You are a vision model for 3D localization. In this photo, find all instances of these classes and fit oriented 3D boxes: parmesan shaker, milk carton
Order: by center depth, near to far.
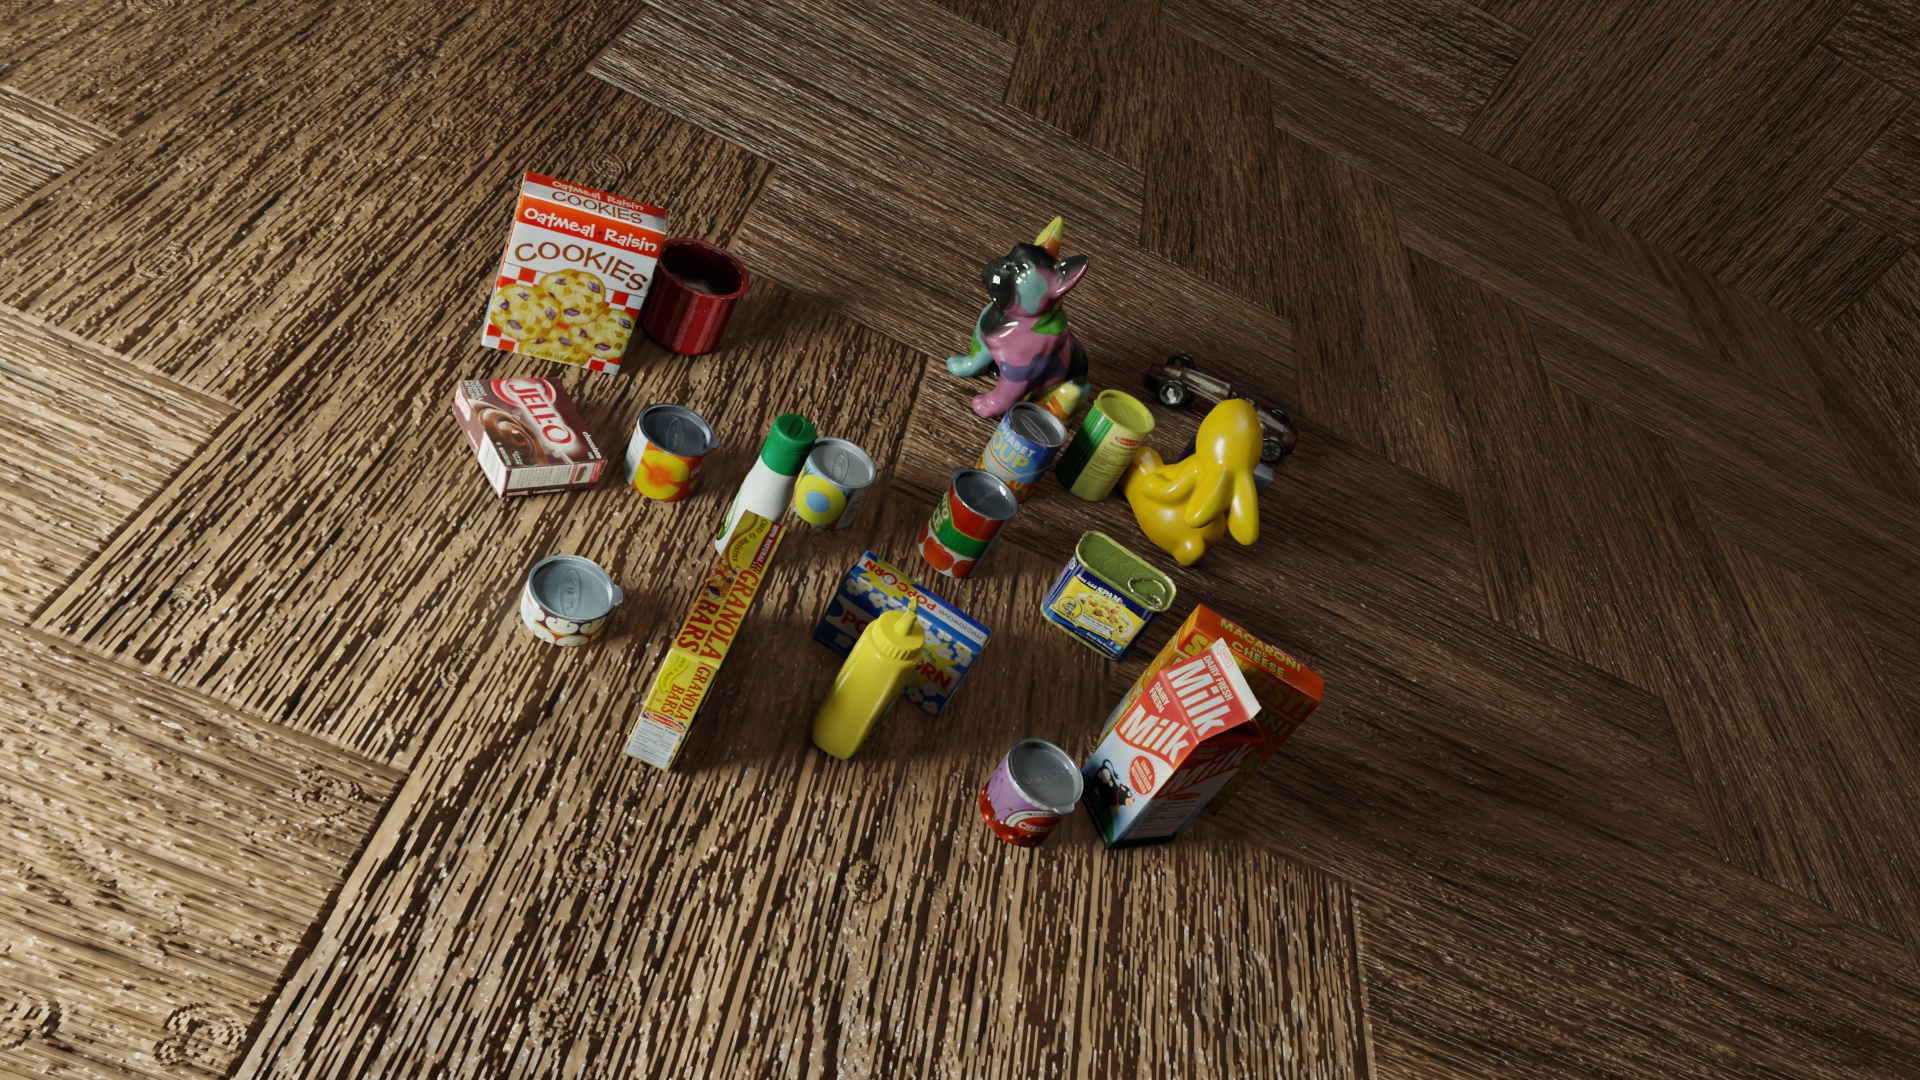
[{"bbox_3d":[0.175,0.165,1.120,0.073,0.189,0.072,3,46,-32],"label":"milk carton"},{"bbox_3d":[0.149,-0.100,1.468,0.071,0.102,0.072,19,39,-16],"label":"parmesan shaker"}]

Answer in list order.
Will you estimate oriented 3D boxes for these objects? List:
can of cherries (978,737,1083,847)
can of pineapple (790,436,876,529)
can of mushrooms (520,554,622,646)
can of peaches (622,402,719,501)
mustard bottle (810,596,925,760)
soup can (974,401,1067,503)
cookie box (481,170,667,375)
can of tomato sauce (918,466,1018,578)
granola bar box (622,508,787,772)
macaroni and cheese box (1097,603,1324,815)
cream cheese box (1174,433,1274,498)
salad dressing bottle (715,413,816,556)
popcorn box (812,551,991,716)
[{"bbox_3d":[0.056,0.203,1.105,0.071,0.058,0.072,19,39,-16],"label":"can of cherries"},{"bbox_3d":[-0.119,-0.053,1.271,0.071,0.057,0.071,19,39,-16],"label":"can of pineapple"},{"bbox_3d":[-0.297,0.047,1.060,0.071,0.033,0.071,19,39,-16],"label":"can of mushrooms"},{"bbox_3d":[-0.252,-0.075,1.206,0.071,0.057,0.071,19,39,-16],"label":"can of peaches"},{"bbox_3d":[-0.064,0.100,1.055,0.049,0.159,0.066,32,37,1],"label":"mustard bottle"},{"bbox_3d":[0.058,-0.088,1.410,0.071,0.083,0.072,19,39,-16],"label":"soup can"},{"bbox_3d":[-0.343,-0.234,1.231,0.123,0.166,0.040,11,42,-24],"label":"cookie box"},{"bbox_3d":[0.005,-0.016,1.294,0.071,0.082,0.071,19,39,-16],"label":"can of tomato sauce"},{"bbox_3d":[-0.187,0.072,1.032,0.039,0.123,0.166,26,38,-7],"label":"granola bar box"},{"bbox_3d":[0.211,0.146,1.185,0.124,0.165,0.040,31,37,-1],"label":"macaroni and cheese box"},{"bbox_3d":[0.299,-0.077,1.585,0.104,0.053,0.024,24,38,-9],"label":"cream cheese box"},{"bbox_3d":[-0.161,-0.041,1.156,0.044,0.146,0.064,28,38,-4],"label":"salad dressing bottle"},{"bbox_3d":[-0.048,0.078,1.151,0.127,0.084,0.038,33,37,2],"label":"popcorn box"}]
